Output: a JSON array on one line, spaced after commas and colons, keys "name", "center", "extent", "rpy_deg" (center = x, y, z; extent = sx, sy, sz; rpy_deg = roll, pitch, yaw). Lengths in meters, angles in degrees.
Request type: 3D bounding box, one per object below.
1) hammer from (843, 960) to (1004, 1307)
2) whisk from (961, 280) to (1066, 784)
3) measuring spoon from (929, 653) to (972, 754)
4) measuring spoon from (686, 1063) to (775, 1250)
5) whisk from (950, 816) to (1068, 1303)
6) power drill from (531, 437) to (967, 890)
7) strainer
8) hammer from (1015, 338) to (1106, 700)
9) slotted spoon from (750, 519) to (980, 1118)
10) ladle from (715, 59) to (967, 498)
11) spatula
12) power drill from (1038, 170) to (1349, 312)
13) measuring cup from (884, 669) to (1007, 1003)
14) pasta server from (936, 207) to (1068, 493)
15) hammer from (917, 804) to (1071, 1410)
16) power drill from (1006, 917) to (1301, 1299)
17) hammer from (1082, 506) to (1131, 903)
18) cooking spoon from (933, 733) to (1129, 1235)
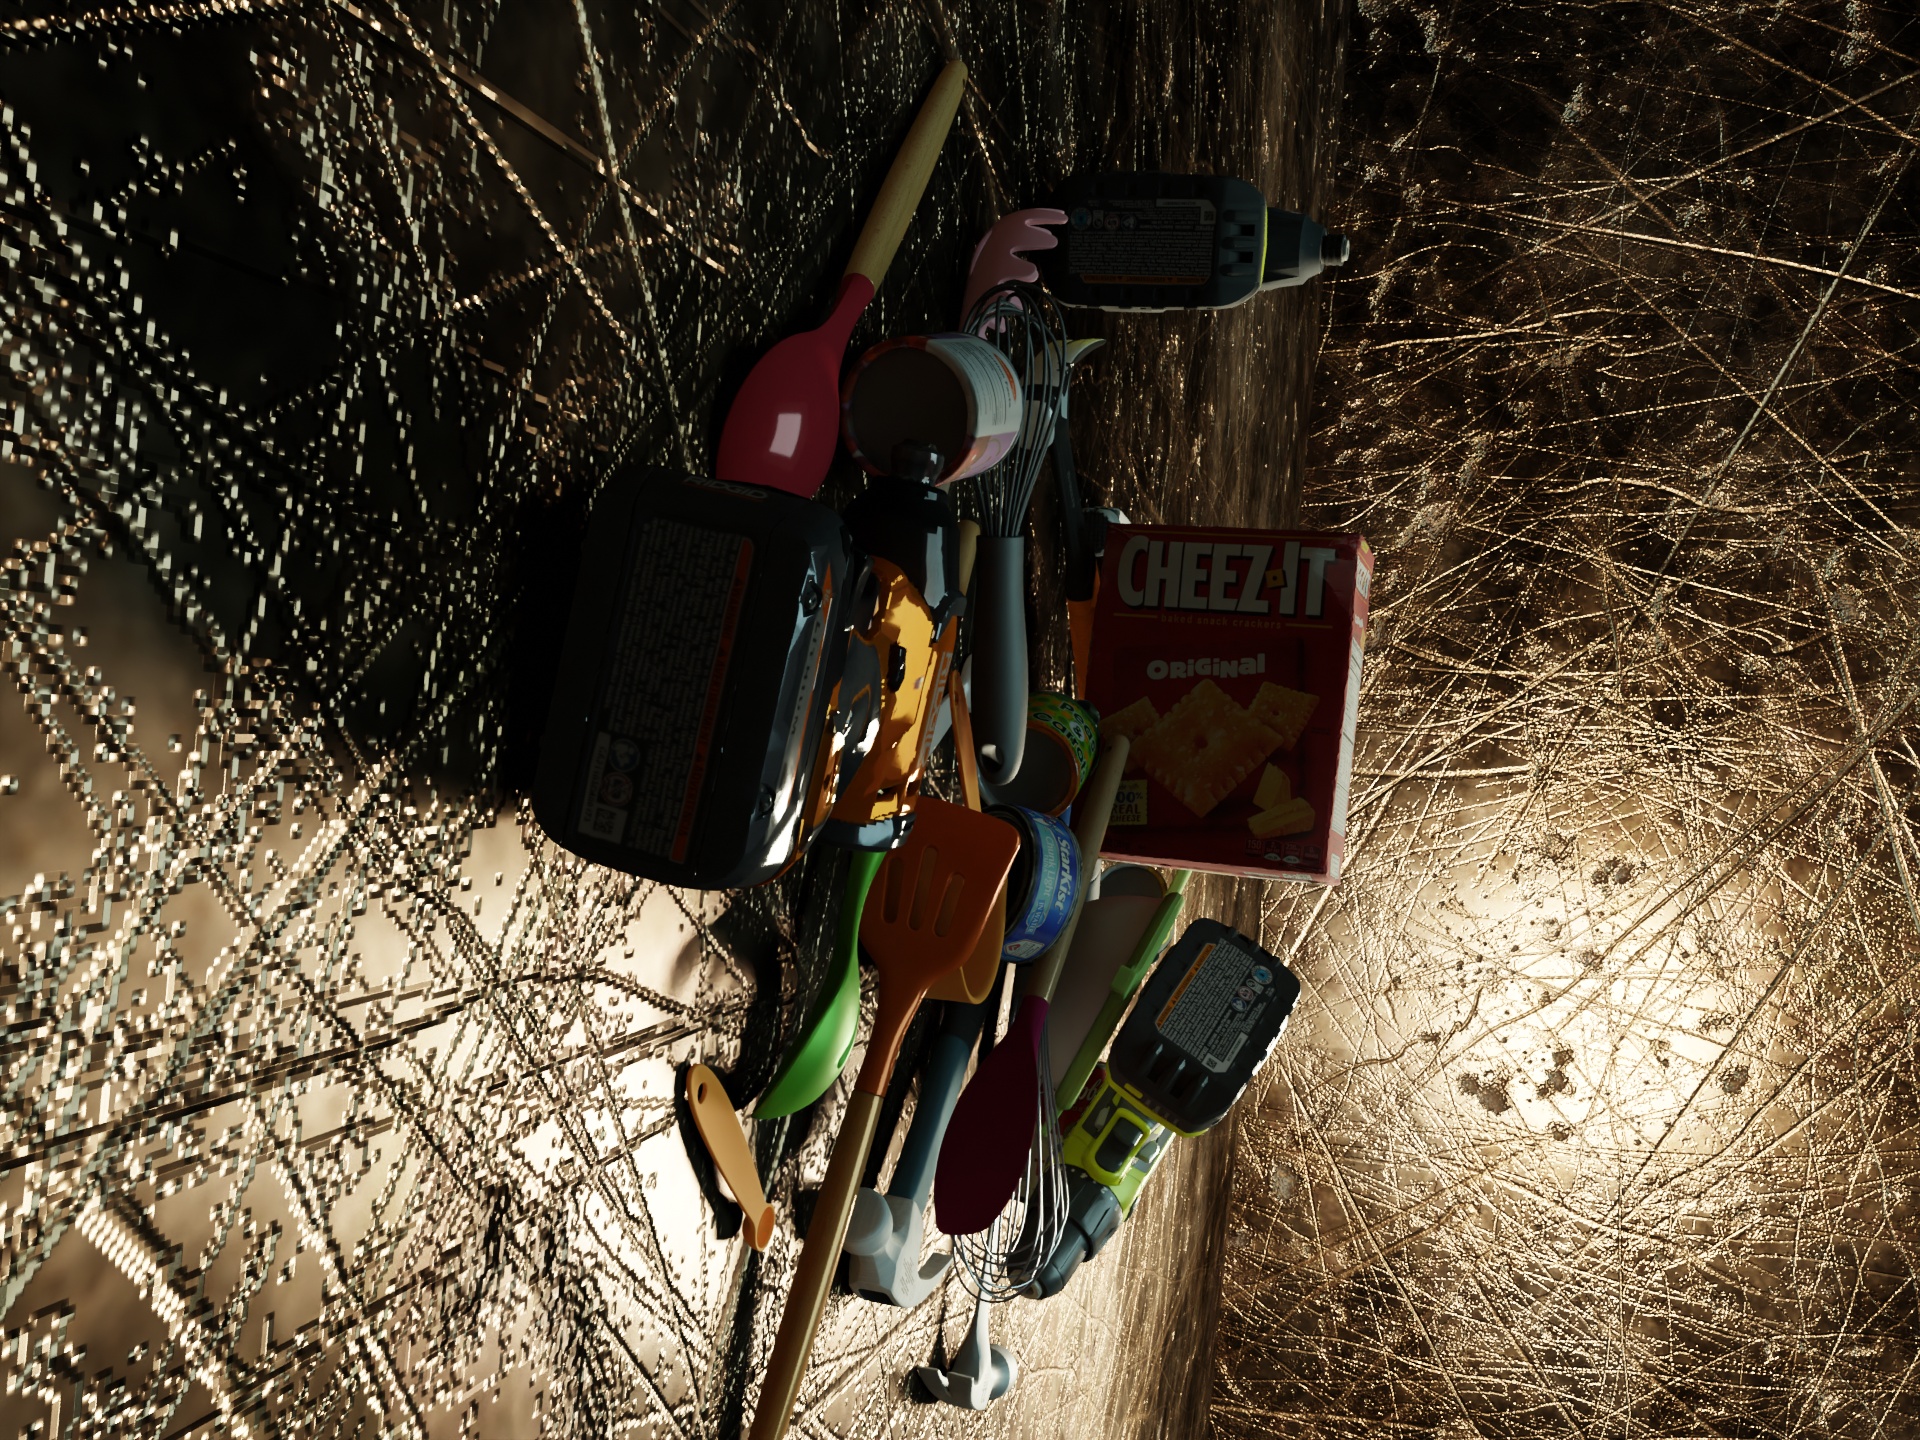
[{"name": "hammer", "center": [0.000, 0.176, 0.913], "extent": [0.128, 0.033, 0.331], "rpy_deg": [78, 24, -44]}, {"name": "whisk", "center": [0.022, -0.086, 0.756], "extent": [0.055, 0.055, 0.239], "rpy_deg": [-30, 122, -70]}, {"name": "measuring spoon", "center": [-0.001, -0.003, 0.873], "extent": [0.124, 0.018, 0.034], "rpy_deg": [-52, 145, -60]}, {"name": "measuring spoon", "center": [-0.095, 0.176, 0.641], "extent": [0.021, 0.011, 0.116], "rpy_deg": [-66, 152, -45]}, {"name": "whisk", "center": [0.038, 0.180, 0.893], "extent": [0.070, 0.070, 0.285], "rpy_deg": [69, 26, -56]}, {"name": "power drill", "center": [-0.054, -0.029, 0.558], "extent": [0.226, 0.084, 0.164], "rpy_deg": [-6, 110, -76]}, {"name": "strainer", "center": [0.096, 0.134, 1.027], "extent": [0.256, 0.069, 0.151], "rpy_deg": [-50, 166, -52]}, {"name": "hammer", "center": [0.084, -0.081, 1.056], "extent": [0.127, 0.034, 0.336], "rpy_deg": [-61, 147, -51]}, {"name": "slotted spoon", "center": [-0.033, 0.034, 0.724], "extent": [0.070, 0.031, 0.314], "rpy_deg": [127, -18, -59]}, {"name": "ladle", "center": [-0.038, -0.197, 0.675], "extent": [0.069, 0.031, 0.316], "rpy_deg": [83, 19, -49]}, {"name": "spatula", "center": [-0.051, 0.192, 0.722], "extent": [0.041, 0.081, 0.323], "rpy_deg": [73, 33, -72]}, {"name": "power drill", "center": [0.153, -0.308, 1.029], "extent": [0.223, 0.171, 0.080], "rpy_deg": [-36, 130, -64]}, {"name": "measuring cup", "center": [-0.016, 0.058, 0.794], "extent": [0.095, 0.052, 0.173], "rpy_deg": [-49, 136, -65]}, {"name": "pasta server", "center": [-0.002, -0.131, 0.792], "extent": [0.060, 0.040, 0.316], "rpy_deg": [129, -22, -66]}, {"name": "hammer", "center": [0.036, 0.243, 1.053], "extent": [0.144, 0.035, 0.406], "rpy_deg": [46, 51, -69]}, {"name": "power drill", "center": [0.110, 0.245, 0.982], "extent": [0.190, 0.080, 0.228], "rpy_deg": [-45, 164, -43]}, {"name": "hammer", "center": [0.098, 0.045, 1.200], "extent": [0.149, 0.036, 0.409], "rpy_deg": [-22, 117, -73]}, {"name": "cooking spoon", "center": [0.049, 0.133, 0.876], "extent": [0.017, 0.069, 0.319], "rpy_deg": [41, 51, -26]}]
